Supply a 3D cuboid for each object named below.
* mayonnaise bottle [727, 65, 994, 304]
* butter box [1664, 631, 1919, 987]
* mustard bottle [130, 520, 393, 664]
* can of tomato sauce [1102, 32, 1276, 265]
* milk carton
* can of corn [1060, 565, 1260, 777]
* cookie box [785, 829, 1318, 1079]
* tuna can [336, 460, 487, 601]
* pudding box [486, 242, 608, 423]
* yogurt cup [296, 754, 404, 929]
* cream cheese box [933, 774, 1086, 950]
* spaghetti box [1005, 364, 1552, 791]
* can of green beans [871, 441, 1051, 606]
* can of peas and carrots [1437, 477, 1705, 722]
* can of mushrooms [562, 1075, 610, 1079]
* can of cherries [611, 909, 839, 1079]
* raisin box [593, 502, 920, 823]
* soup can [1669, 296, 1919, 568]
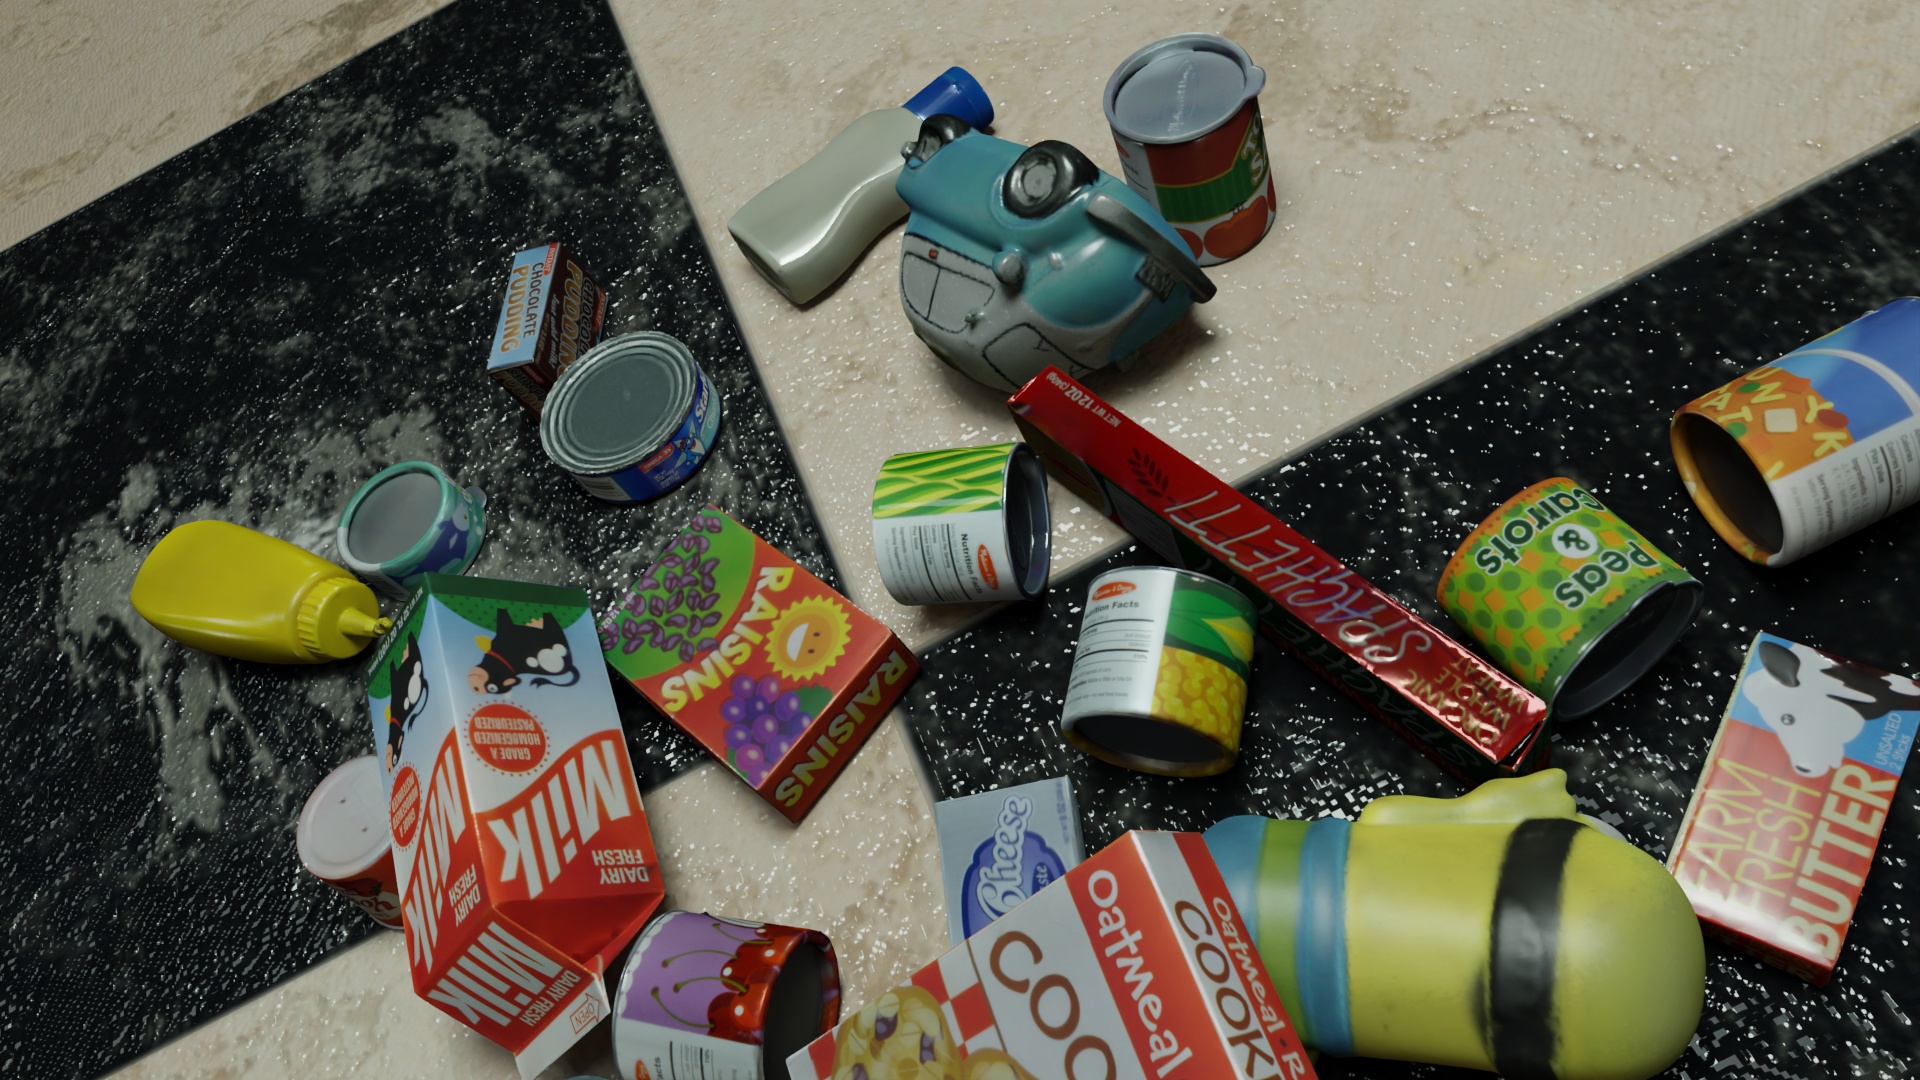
[{"bbox_3d":[-0.048,-0.190,0.729,0.148,0.041,0.065,-41,56,-8],"label":"mayonnaise bottle"},{"bbox_3d":[0.268,0.085,0.450,0.053,0.024,0.104,20,68,30],"label":"butter box"},{"bbox_3d":[-0.341,0.032,0.695,0.160,0.048,0.065,11,65,25],"label":"mustard bottle"},{"bbox_3d":[0.109,-0.177,0.636,0.071,0.082,0.071,-9,57,15],"label":"can of tomato sauce"},{"bbox_3d":[-0.176,0.111,0.551,0.072,0.073,0.191,-46,52,32],"label":"milk carton"},{"bbox_3d":[0.077,0.051,0.519,0.071,0.071,0.058,4,62,22],"label":"can of corn"},{"bbox_3d":[0.028,0.181,0.421,0.167,0.040,0.123,-41,55,28],"label":"cookie box"},{"bbox_3d":[-0.277,-0.007,0.705,0.071,0.032,0.071,-9,57,15],"label":"tuna can"},{"bbox_3d":[-0.217,-0.109,0.736,0.030,0.049,0.084,-9,56,17],"label":"pudding box"},{"bbox_3d":[-0.244,0.127,0.597,0.072,0.053,0.073,-9,57,14],"label":"yogurt cup"},{"bbox_3d":[0.023,0.141,0.506,0.053,0.024,0.104,-16,56,11],"label":"cream cheese box"},{"bbox_3d":[0.114,0.011,0.537,0.029,0.050,0.251,-45,56,-8],"label":"spaghetti box"},{"bbox_3d":[0.001,-0.006,0.580,0.058,0.071,0.071,-4,59,19],"label":"can of green beans"},{"bbox_3d":[0.211,0.019,0.484,0.071,0.070,0.059,-36,54,-3],"label":"can of peas and carrots"},{"bbox_3d":[-0.133,0.234,0.502,0.071,0.033,0.071,-9,57,14],"label":"can of mushrooms"},{"bbox_3d":[-0.082,0.168,0.504,0.058,0.071,0.072,1,60,21],"label":"can of cherries"},{"bbox_3d":[-0.090,0.050,0.597,0.123,0.040,0.086,32,74,34],"label":"raisin box"},{"bbox_3d":[0.305,-0.039,0.488,0.084,0.071,0.071,-27,54,4],"label":"soup can"}]
